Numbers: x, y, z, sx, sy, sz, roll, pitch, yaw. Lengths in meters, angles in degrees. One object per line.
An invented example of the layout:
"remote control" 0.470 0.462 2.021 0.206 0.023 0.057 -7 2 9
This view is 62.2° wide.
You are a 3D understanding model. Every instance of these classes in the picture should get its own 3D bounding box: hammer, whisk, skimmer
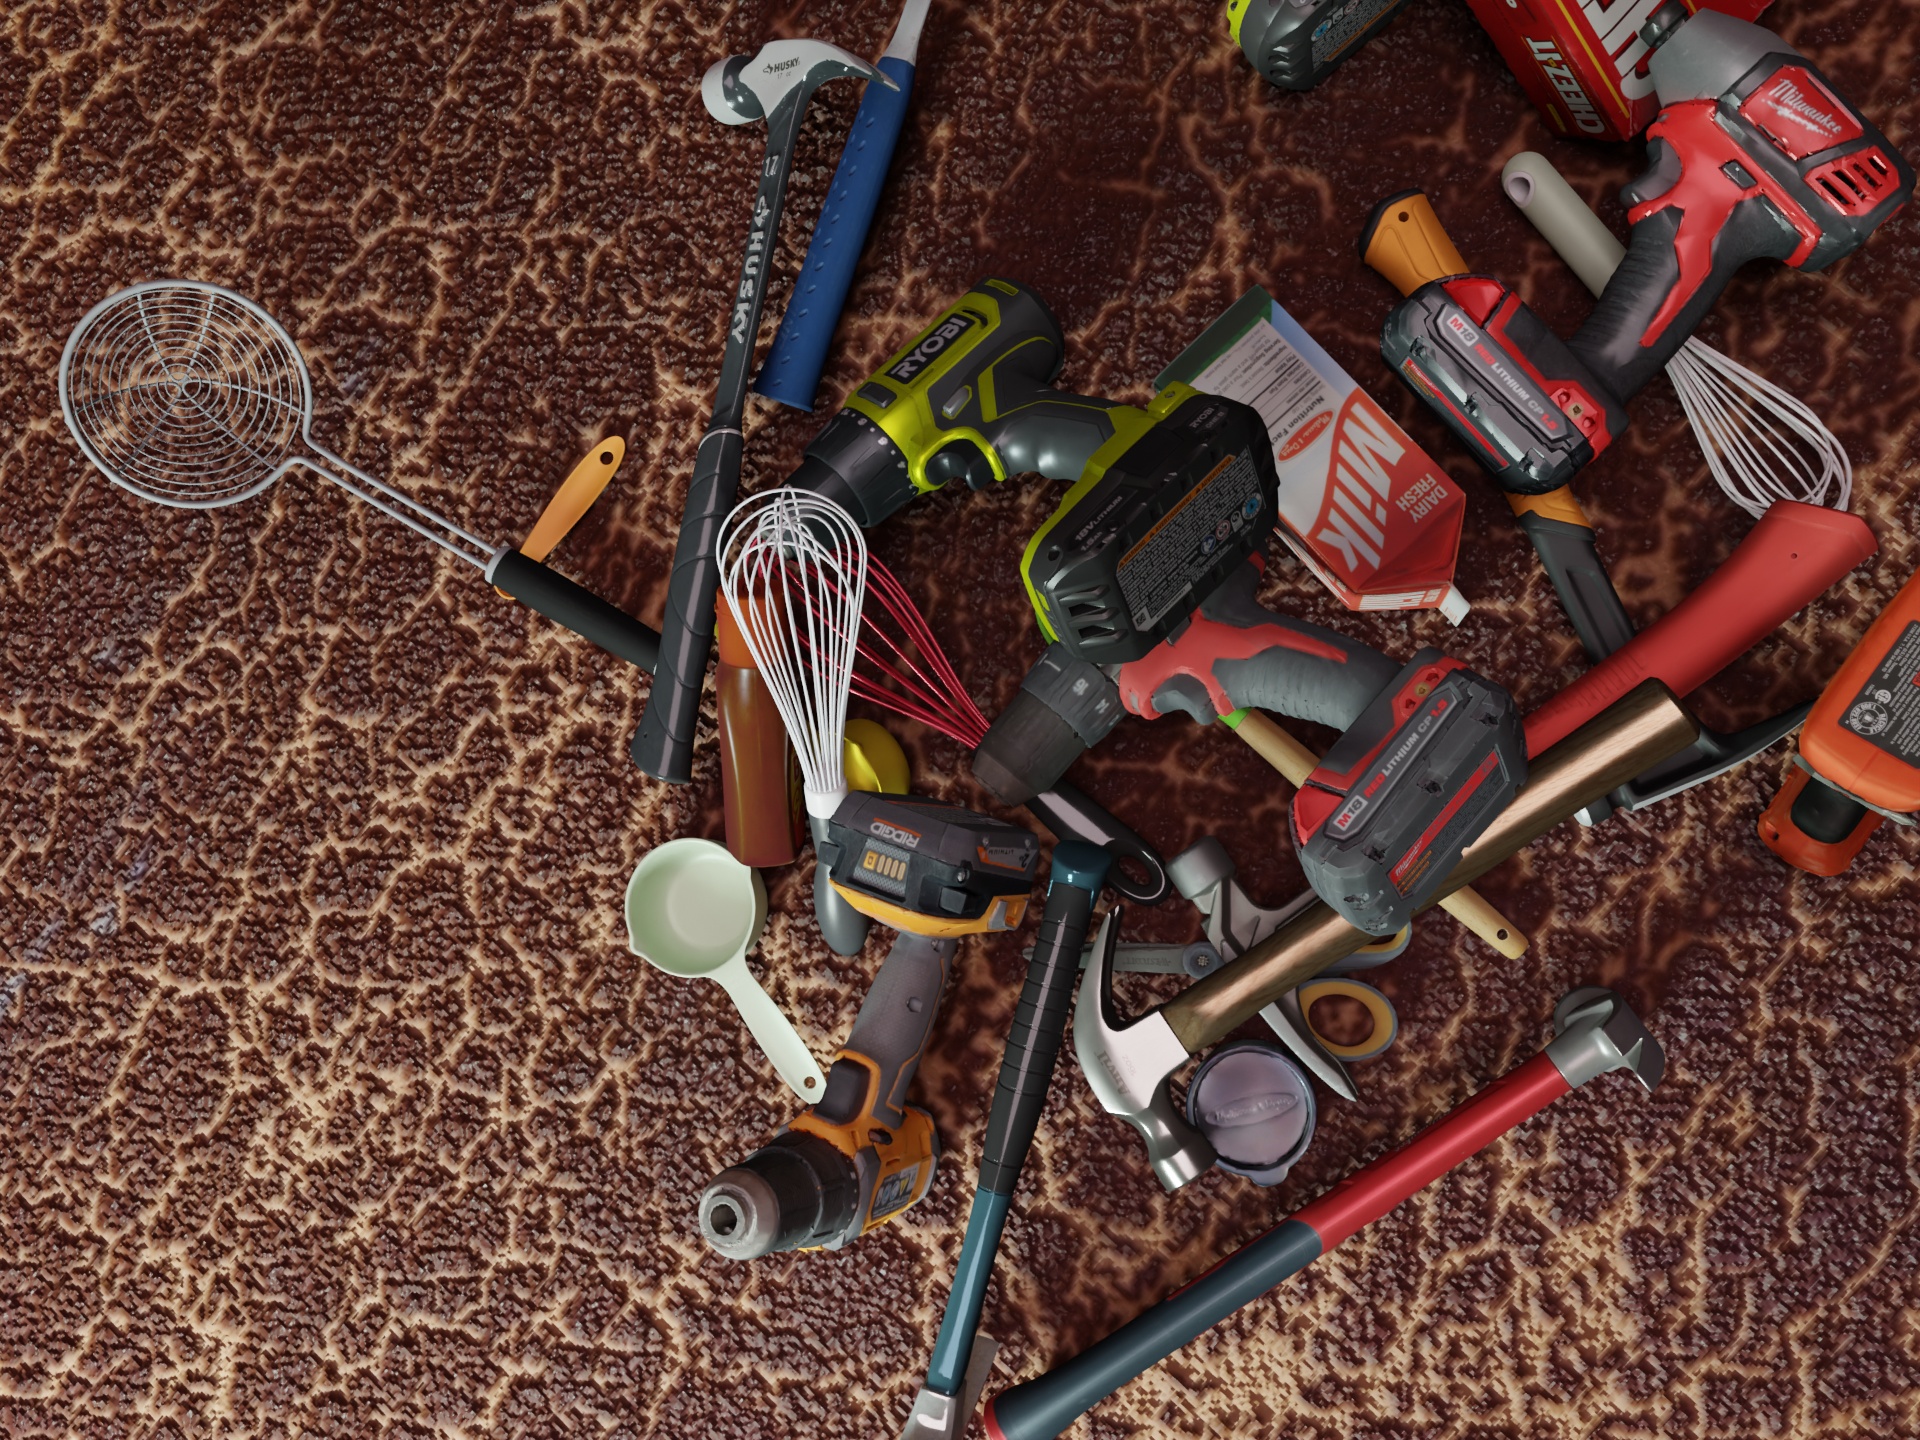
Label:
"hammer" 0.196 0.085 0.761 0.331 0.031 0.130 -37 81 13
"whisk" -0.001 -0.003 0.855 0.296 0.073 0.073 41 95 5
"hammer" 0.022 0.222 0.803 0.033 0.128 0.331 14 87 11
"skimmer" -0.320 -0.119 0.888 0.363 0.090 0.127 30 92 4
"hammer" 0.165 0.254 0.771 0.386 0.143 0.038 -38 77 12
"hammer" 0.282 0.027 0.770 0.359 0.036 0.149 -39 80 13
"hammer" -0.027 -0.363 0.853 0.144 0.035 0.405 32 105 49
"hammer" -0.122 -0.168 0.862 0.149 0.036 0.409 11 90 48
"whisk" -0.070 0.011 0.801 0.070 0.070 0.284 3 125 12
"hammer" 0.300 -0.123 0.808 0.127 0.034 0.337 -26 82 10
"whisk" 0.355 -0.193 0.799 0.059 0.057 0.246 -29 76 -26

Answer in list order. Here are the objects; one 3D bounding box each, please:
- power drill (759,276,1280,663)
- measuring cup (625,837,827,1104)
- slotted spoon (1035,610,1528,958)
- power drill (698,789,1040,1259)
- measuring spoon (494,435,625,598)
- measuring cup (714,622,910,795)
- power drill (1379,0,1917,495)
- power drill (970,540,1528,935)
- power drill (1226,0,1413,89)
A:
"power drill" 0.021 -0.119 0.783 0.190 0.080 0.229 -44 48 -13
"measuring cup" -0.118 0.139 0.880 0.083 0.038 0.167 -37 82 8
"slotted spoon" 0.167 0.017 0.832 0.314 0.031 0.070 41 95 9
"power drill" -0.047 0.152 0.784 0.084 0.185 0.226 18 92 23
"measuring spoon" -0.233 -0.119 0.933 0.021 0.011 0.117 38 91 4
"measuring cup" -0.083 -0.007 0.883 0.029 0.062 0.157 -28 62 -33
"power drill" 0.311 -0.222 0.745 0.219 0.078 0.143 -42 87 8
"power drill" 0.126 0.006 0.751 0.188 0.080 0.227 -49 53 -3
"power drill" 0.155 -0.463 0.838 0.171 0.080 0.223 -40 77 8
